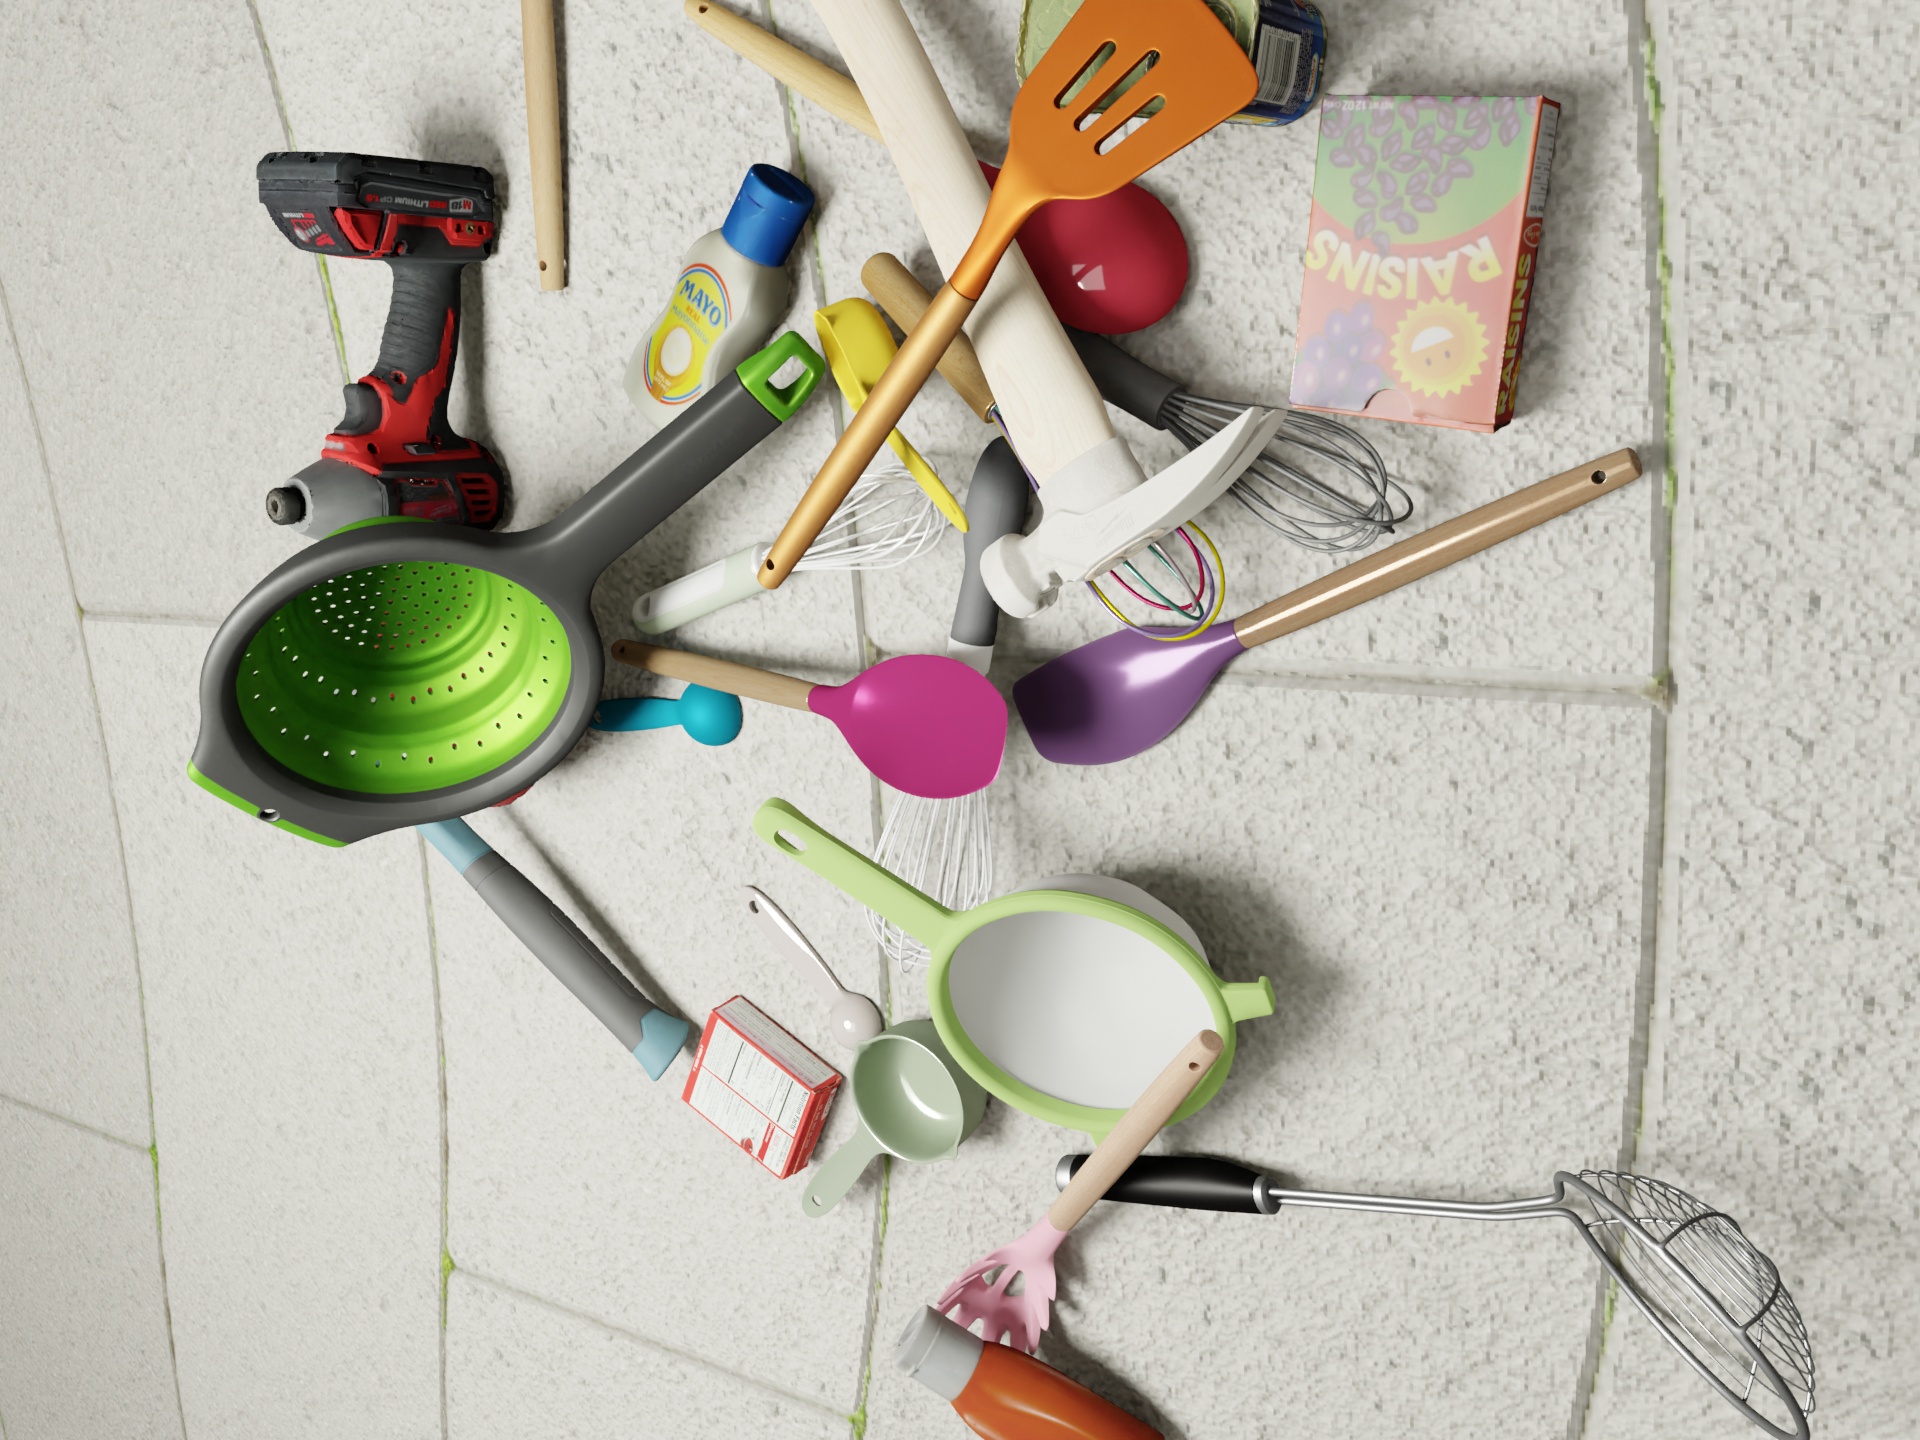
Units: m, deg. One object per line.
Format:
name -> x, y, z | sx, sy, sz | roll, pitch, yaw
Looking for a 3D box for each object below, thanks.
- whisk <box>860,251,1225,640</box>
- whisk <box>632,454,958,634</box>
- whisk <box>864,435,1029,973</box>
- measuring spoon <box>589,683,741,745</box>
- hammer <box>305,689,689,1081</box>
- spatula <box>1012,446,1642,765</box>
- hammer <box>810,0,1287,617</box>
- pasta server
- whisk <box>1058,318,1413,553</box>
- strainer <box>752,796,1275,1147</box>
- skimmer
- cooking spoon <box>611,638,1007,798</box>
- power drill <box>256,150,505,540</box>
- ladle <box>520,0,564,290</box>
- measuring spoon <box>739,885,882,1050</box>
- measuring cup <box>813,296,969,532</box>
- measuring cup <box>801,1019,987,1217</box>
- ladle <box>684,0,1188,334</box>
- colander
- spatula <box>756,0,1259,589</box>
whisk -> 0.036, -0.132, 0.736 | 0.245, 0.051, 0.047 | 50, 128, 16
whisk -> -0.098, -0.086, 0.848 | 0.246, 0.059, 0.058 | -17, 64, 41
whisk -> -0.001, -0.003, 0.805 | 0.070, 0.070, 0.284 | 20, 108, 28
measuring spoon -> -0.185, -0.002, 0.945 | 0.129, 0.021, 0.042 | -2, 102, 33
hammer -> -0.295, 0.099, 1.008 | 0.331, 0.128, 0.033 | 43, 123, 7
spatula -> 0.148, -0.046, 0.710 | 0.316, 0.018, 0.060 | -25, 90, 38
hammer -> -0.007, -0.258, 0.701 | 0.146, 0.038, 0.411 | -32, 77, 34
pasta server -> 0.058, 0.247, 0.805 | 0.060, 0.040, 0.316 | 28, 134, 2
whisk -> 0.094, -0.141, 0.706 | 0.239, 0.055, 0.055 | 36, 121, 26
strainer -> 0.019, 0.099, 0.778 | 0.256, 0.069, 0.151 | 32, 128, -1
skimmer -> 0.187, 0.246, 0.724 | 0.363, 0.090, 0.127 | -7, 131, 38
cooking spoon -> -0.092, -0.016, 0.843 | 0.319, 0.017, 0.069 | 13, 95, 43
power drill -> -0.335, -0.208, 0.915 | 0.079, 0.143, 0.219 | 13, 108, 33
ladle -> -0.235, -0.393, 0.847 | 0.078, 0.062, 0.320 | 15, 114, 30
measuring spoon -> -0.093, 0.145, 0.928 | 0.124, 0.018, 0.034 | 47, 124, 15
measuring cup -> -0.025, -0.146, 0.757 | 0.157, 0.029, 0.062 | 56, 169, 32
measuring cup -> -0.043, 0.233, 0.910 | 0.083, 0.038, 0.167 | 46, 126, 14
ladle -> -0.024, -0.276, 0.751 | 0.316, 0.031, 0.069 | 38, 92, 23
colander -> -0.241, -0.092, 0.854 | 0.397, 0.204, 0.095 | -37, 48, 11
spatula -> -0.004, -0.164, 0.672 | 0.081, 0.041, 0.322 | 53, 130, 15
